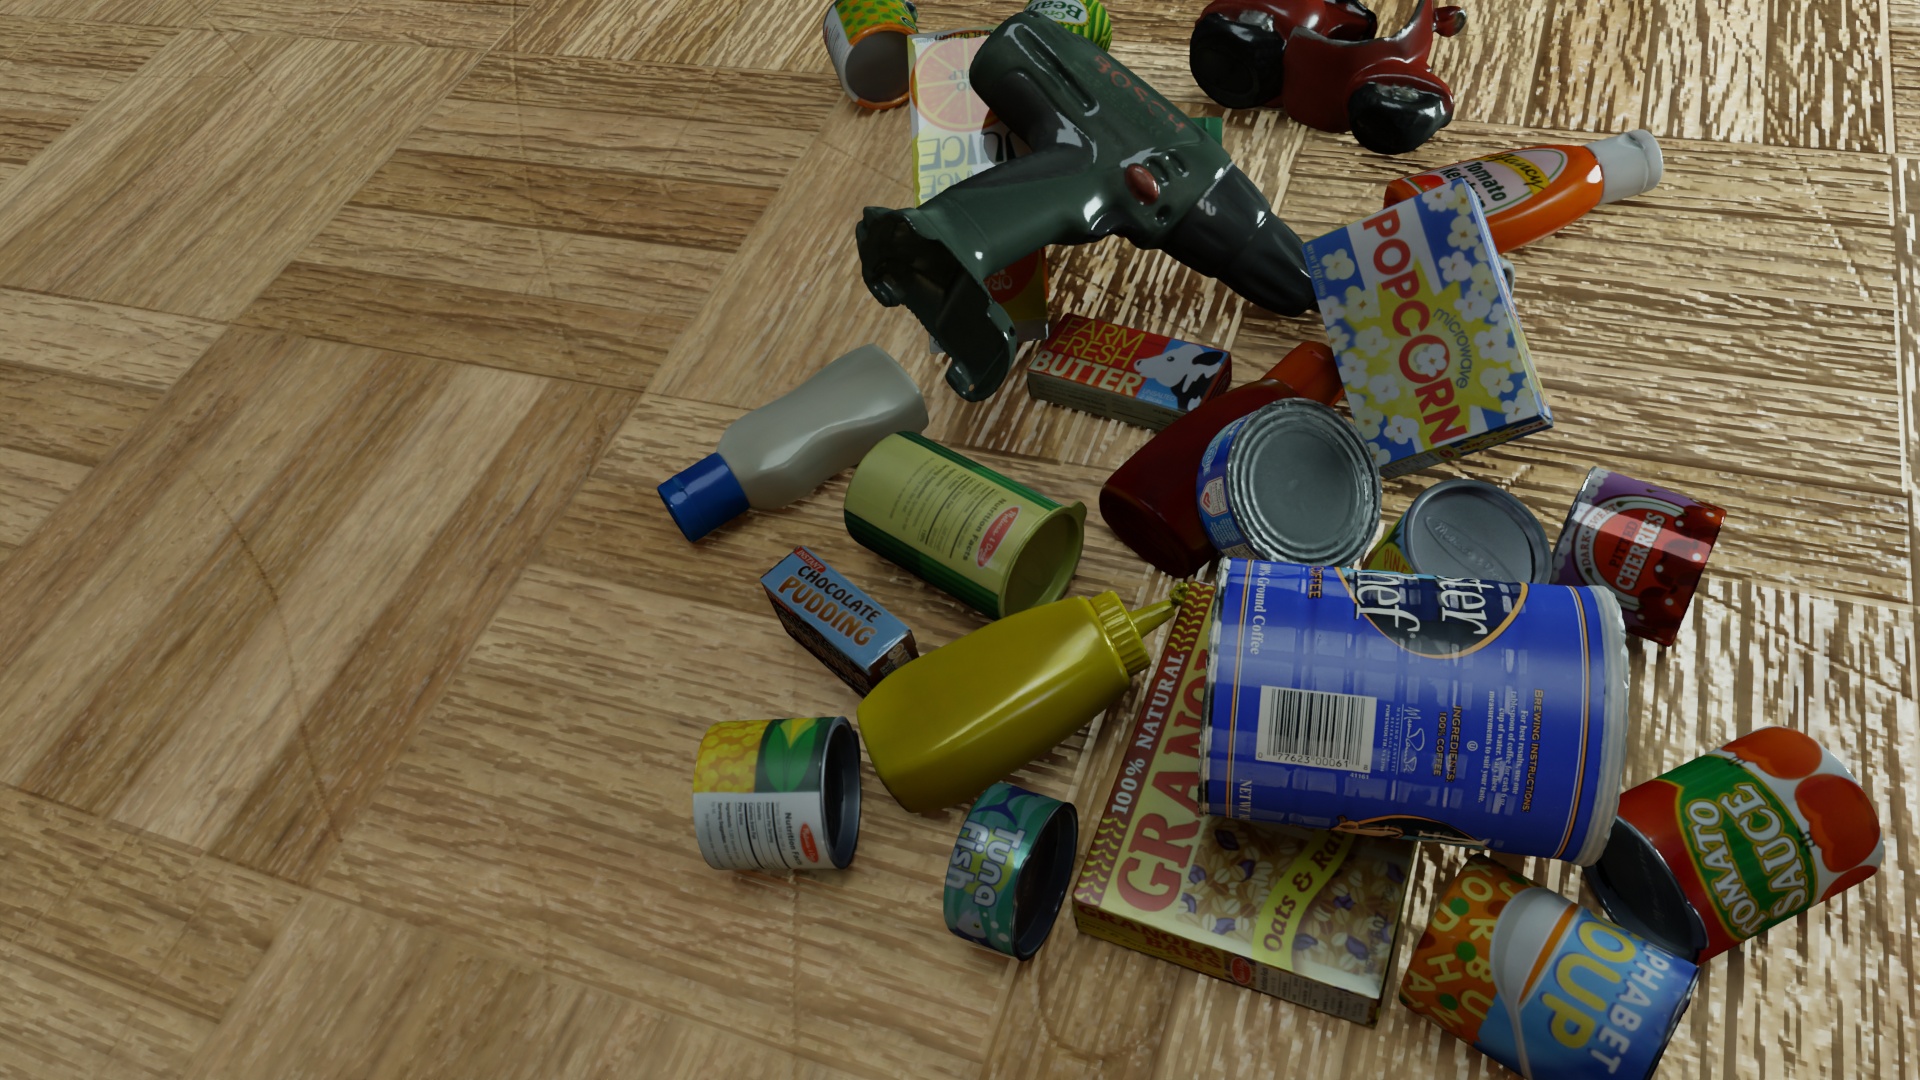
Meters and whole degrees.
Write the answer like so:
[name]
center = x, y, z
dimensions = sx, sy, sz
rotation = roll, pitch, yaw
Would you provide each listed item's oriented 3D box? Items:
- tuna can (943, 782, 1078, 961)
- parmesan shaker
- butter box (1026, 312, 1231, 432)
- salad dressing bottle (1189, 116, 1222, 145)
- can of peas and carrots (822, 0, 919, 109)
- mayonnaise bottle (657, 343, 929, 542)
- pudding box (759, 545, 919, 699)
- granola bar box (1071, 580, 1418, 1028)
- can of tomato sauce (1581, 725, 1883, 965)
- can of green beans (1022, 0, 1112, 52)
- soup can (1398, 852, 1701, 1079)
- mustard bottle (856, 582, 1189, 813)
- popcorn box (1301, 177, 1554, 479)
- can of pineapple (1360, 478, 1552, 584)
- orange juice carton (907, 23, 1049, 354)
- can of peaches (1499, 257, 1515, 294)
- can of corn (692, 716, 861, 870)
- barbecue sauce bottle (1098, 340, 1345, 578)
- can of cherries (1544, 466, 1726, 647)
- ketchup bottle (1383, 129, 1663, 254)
[tuna can]
center = 0.020, 0.135, 0.568
dimensions = 0.033, 0.070, 0.071
rotation = 13, 55, 23
[parmesan shaker]
center = 0.002, -0.009, 0.692
dimensions = 0.103, 0.071, 0.071
rotation = 28, 61, 30
[butter box]
center = 0.093, -0.092, 0.770
dimensions = 0.103, 0.024, 0.053
rotation = 18, 56, 24
[salad dressing bottle]
center = 0.093, -0.250, 0.889
dimensions = 0.148, 0.043, 0.064
rotation = 1, 56, 11
[can of peas and carrots]
center = -0.058, -0.350, 0.987
dimensions = 0.071, 0.070, 0.059
rotation = -17, 51, -3
[mayonnaise bottle]
center = -0.094, -0.052, 0.765
dimensions = 0.148, 0.041, 0.065
rotation = -32, 50, -13
[pudding box]
center = -0.056, 0.044, 0.672
dimensions = 0.030, 0.049, 0.084
rotation = -41, 55, -19
[granola bar box]
center = 0.133, 0.105, 0.590
dimensions = 0.124, 0.039, 0.166
rotation = 13, 55, 20
[can of tomato sauce]
center = 0.292, 0.116, 0.529
dimensions = 0.083, 0.070, 0.071
rotation = -22, 50, -8
[can of green beans]
center = 0.065, -0.335, 0.949
dimensions = 0.071, 0.071, 0.058
rotation = 9, 53, 19
[soup can]
center = 0.214, 0.161, 0.506
dimensions = 0.084, 0.071, 0.071
rotation = 27, 61, 29
[mustard bottle]
center = 0.034, 0.063, 0.624
dimensions = 0.160, 0.048, 0.065
rotation = -27, 42, 2
[popcorn box]
center = 0.230, -0.104, 0.689
dimensions = 0.085, 0.038, 0.127
rotation = -20, 76, 28
[can of pineapple]
center = 0.219, 0.015, 0.623
dimensions = 0.071, 0.057, 0.071
rotation = 3, 64, -5
[orange juice carton]
center = 0.012, -0.203, 0.825
dimensions = 0.072, 0.073, 0.193
rotation = -5, 74, 7
[can of peaches]
center = 0.252, -0.126, 0.741
dimensions = 0.058, 0.071, 0.071
rotation = 31, 63, 30
[can of corn]
center = -0.079, 0.110, 0.613
dimensions = 0.058, 0.070, 0.071
rotation = -3, 51, 9
[barbecue sauce bottle]
center = 0.141, -0.048, 0.711
dimensions = 0.065, 0.043, 0.149
rotation = 40, 66, 22
[can of cherries]
center = 0.298, 0.007, 0.617
dimensions = 0.058, 0.071, 0.072
rotation = 24, 59, 26
[ketchup bottle]
center = 0.325, -0.199, 0.800
dimensions = 0.149, 0.043, 0.065
rotation = -16, 50, -3
